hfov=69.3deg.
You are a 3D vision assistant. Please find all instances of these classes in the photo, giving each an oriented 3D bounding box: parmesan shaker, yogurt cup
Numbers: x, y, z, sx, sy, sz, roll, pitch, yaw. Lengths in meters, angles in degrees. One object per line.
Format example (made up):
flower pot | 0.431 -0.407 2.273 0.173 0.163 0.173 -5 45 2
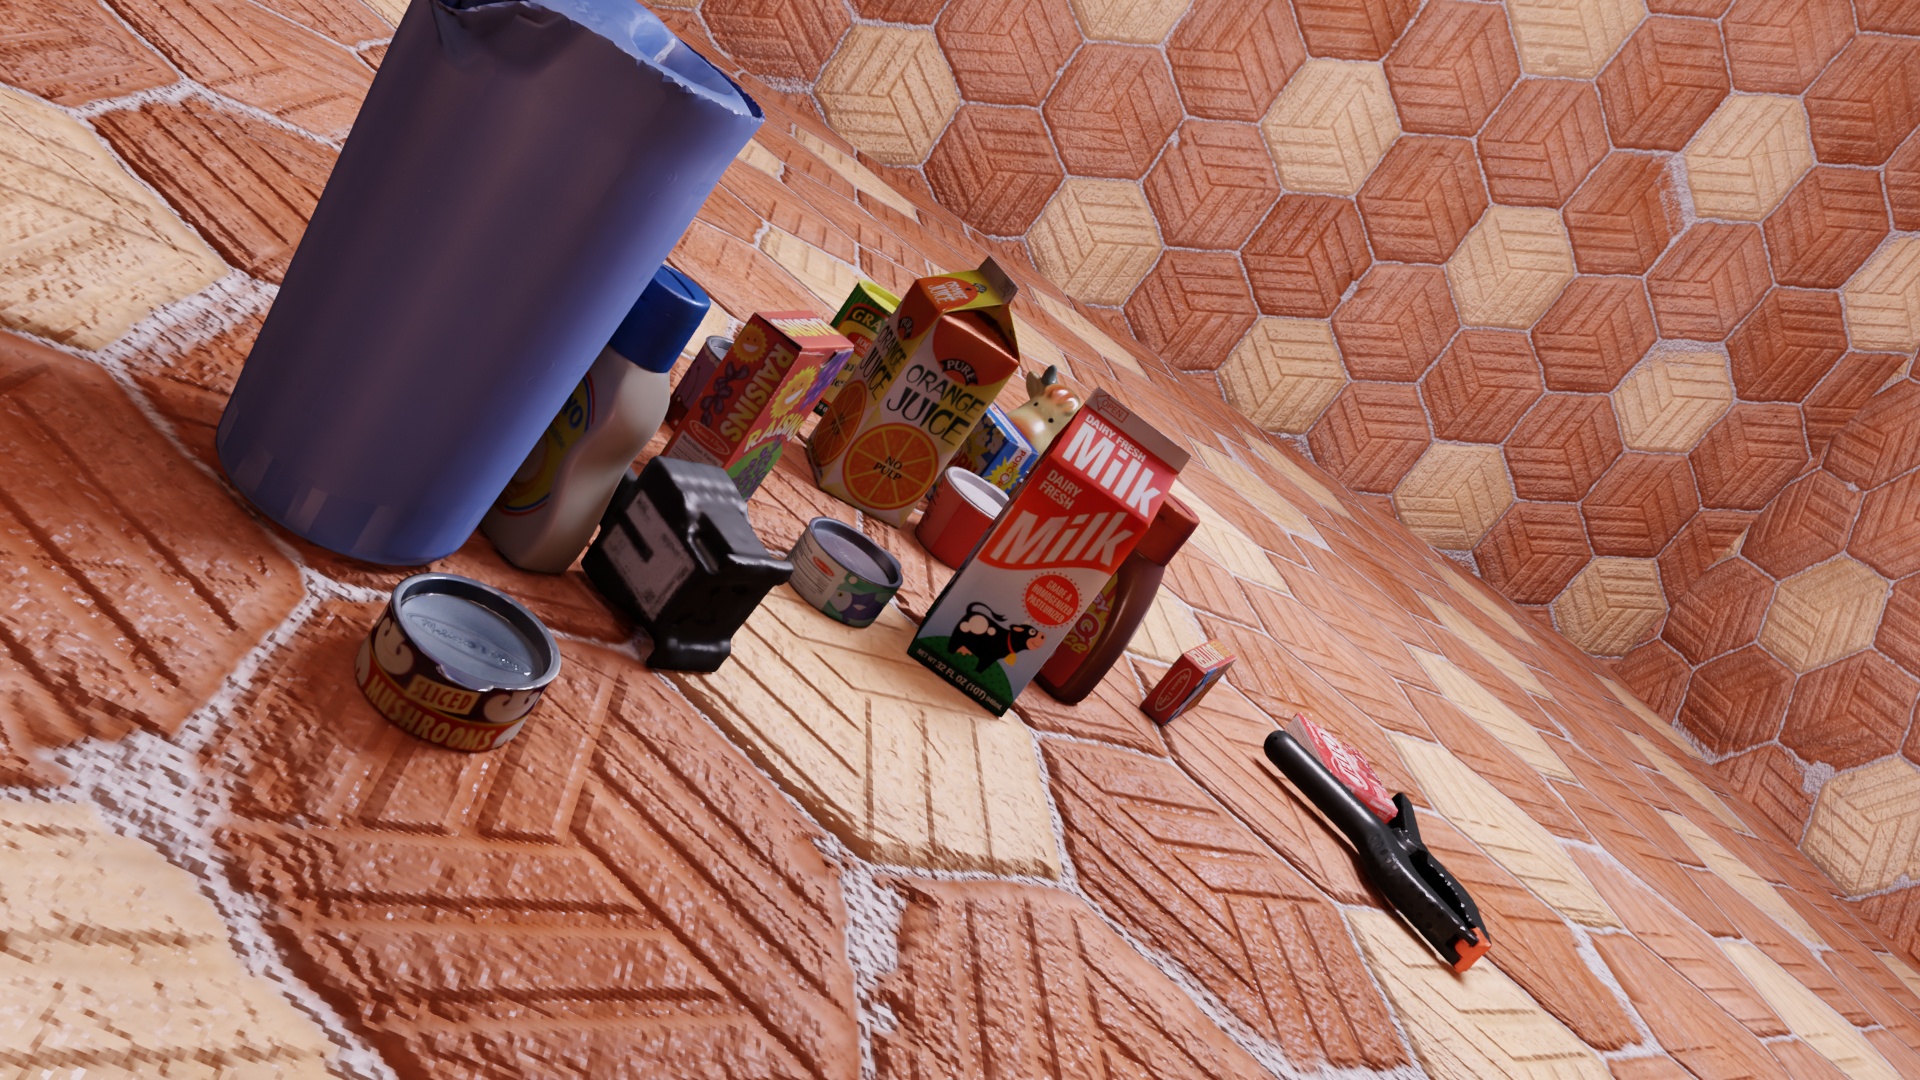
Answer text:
parmesan shaker | -0.080 -0.148 1.120 0.071 0.102 0.071 33 17 -11
yogurt cup | 0.004 -0.013 1.011 0.072 0.053 0.072 33 17 -11

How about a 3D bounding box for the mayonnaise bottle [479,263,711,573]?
mayonnaise bottle | -0.168 -0.058 0.634 0.065 0.147 0.041 47 19 30

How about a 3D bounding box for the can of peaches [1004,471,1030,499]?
can of peaches | 0.054 -0.014 1.107 0.071 0.058 0.071 33 17 -11

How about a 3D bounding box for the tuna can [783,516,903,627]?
tuna can | -0.068 0.019 0.823 0.071 0.032 0.071 33 17 -11

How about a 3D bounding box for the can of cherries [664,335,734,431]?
can of cherries | -0.151 -0.090 0.905 0.071 0.058 0.072 33 17 -11

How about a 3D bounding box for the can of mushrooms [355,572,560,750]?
can of mushrooms | -0.187 0.046 0.517 0.071 0.033 0.071 33 17 -11

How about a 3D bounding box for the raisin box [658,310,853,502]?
raisin box | -0.122 -0.074 0.808 0.040 0.123 0.086 39 17 7

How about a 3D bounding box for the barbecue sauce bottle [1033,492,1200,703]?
barbecue sauce bottle | 0.098 0.034 0.912 0.043 0.148 0.065 16 26 -50

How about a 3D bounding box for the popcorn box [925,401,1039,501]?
popcorn box | 0.000 -0.075 1.115 0.038 0.085 0.127 23 22 -40

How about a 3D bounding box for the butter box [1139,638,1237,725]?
butter box | 0.170 0.104 1.032 0.024 0.053 0.104 42 18 17

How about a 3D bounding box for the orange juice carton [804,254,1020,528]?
orange juice carton | -0.025 -0.112 0.980 0.073 0.192 0.072 28 19 -28

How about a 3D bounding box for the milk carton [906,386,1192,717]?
milk carton | 0.053 0.004 0.831 0.072 0.190 0.074 36 16 -3
